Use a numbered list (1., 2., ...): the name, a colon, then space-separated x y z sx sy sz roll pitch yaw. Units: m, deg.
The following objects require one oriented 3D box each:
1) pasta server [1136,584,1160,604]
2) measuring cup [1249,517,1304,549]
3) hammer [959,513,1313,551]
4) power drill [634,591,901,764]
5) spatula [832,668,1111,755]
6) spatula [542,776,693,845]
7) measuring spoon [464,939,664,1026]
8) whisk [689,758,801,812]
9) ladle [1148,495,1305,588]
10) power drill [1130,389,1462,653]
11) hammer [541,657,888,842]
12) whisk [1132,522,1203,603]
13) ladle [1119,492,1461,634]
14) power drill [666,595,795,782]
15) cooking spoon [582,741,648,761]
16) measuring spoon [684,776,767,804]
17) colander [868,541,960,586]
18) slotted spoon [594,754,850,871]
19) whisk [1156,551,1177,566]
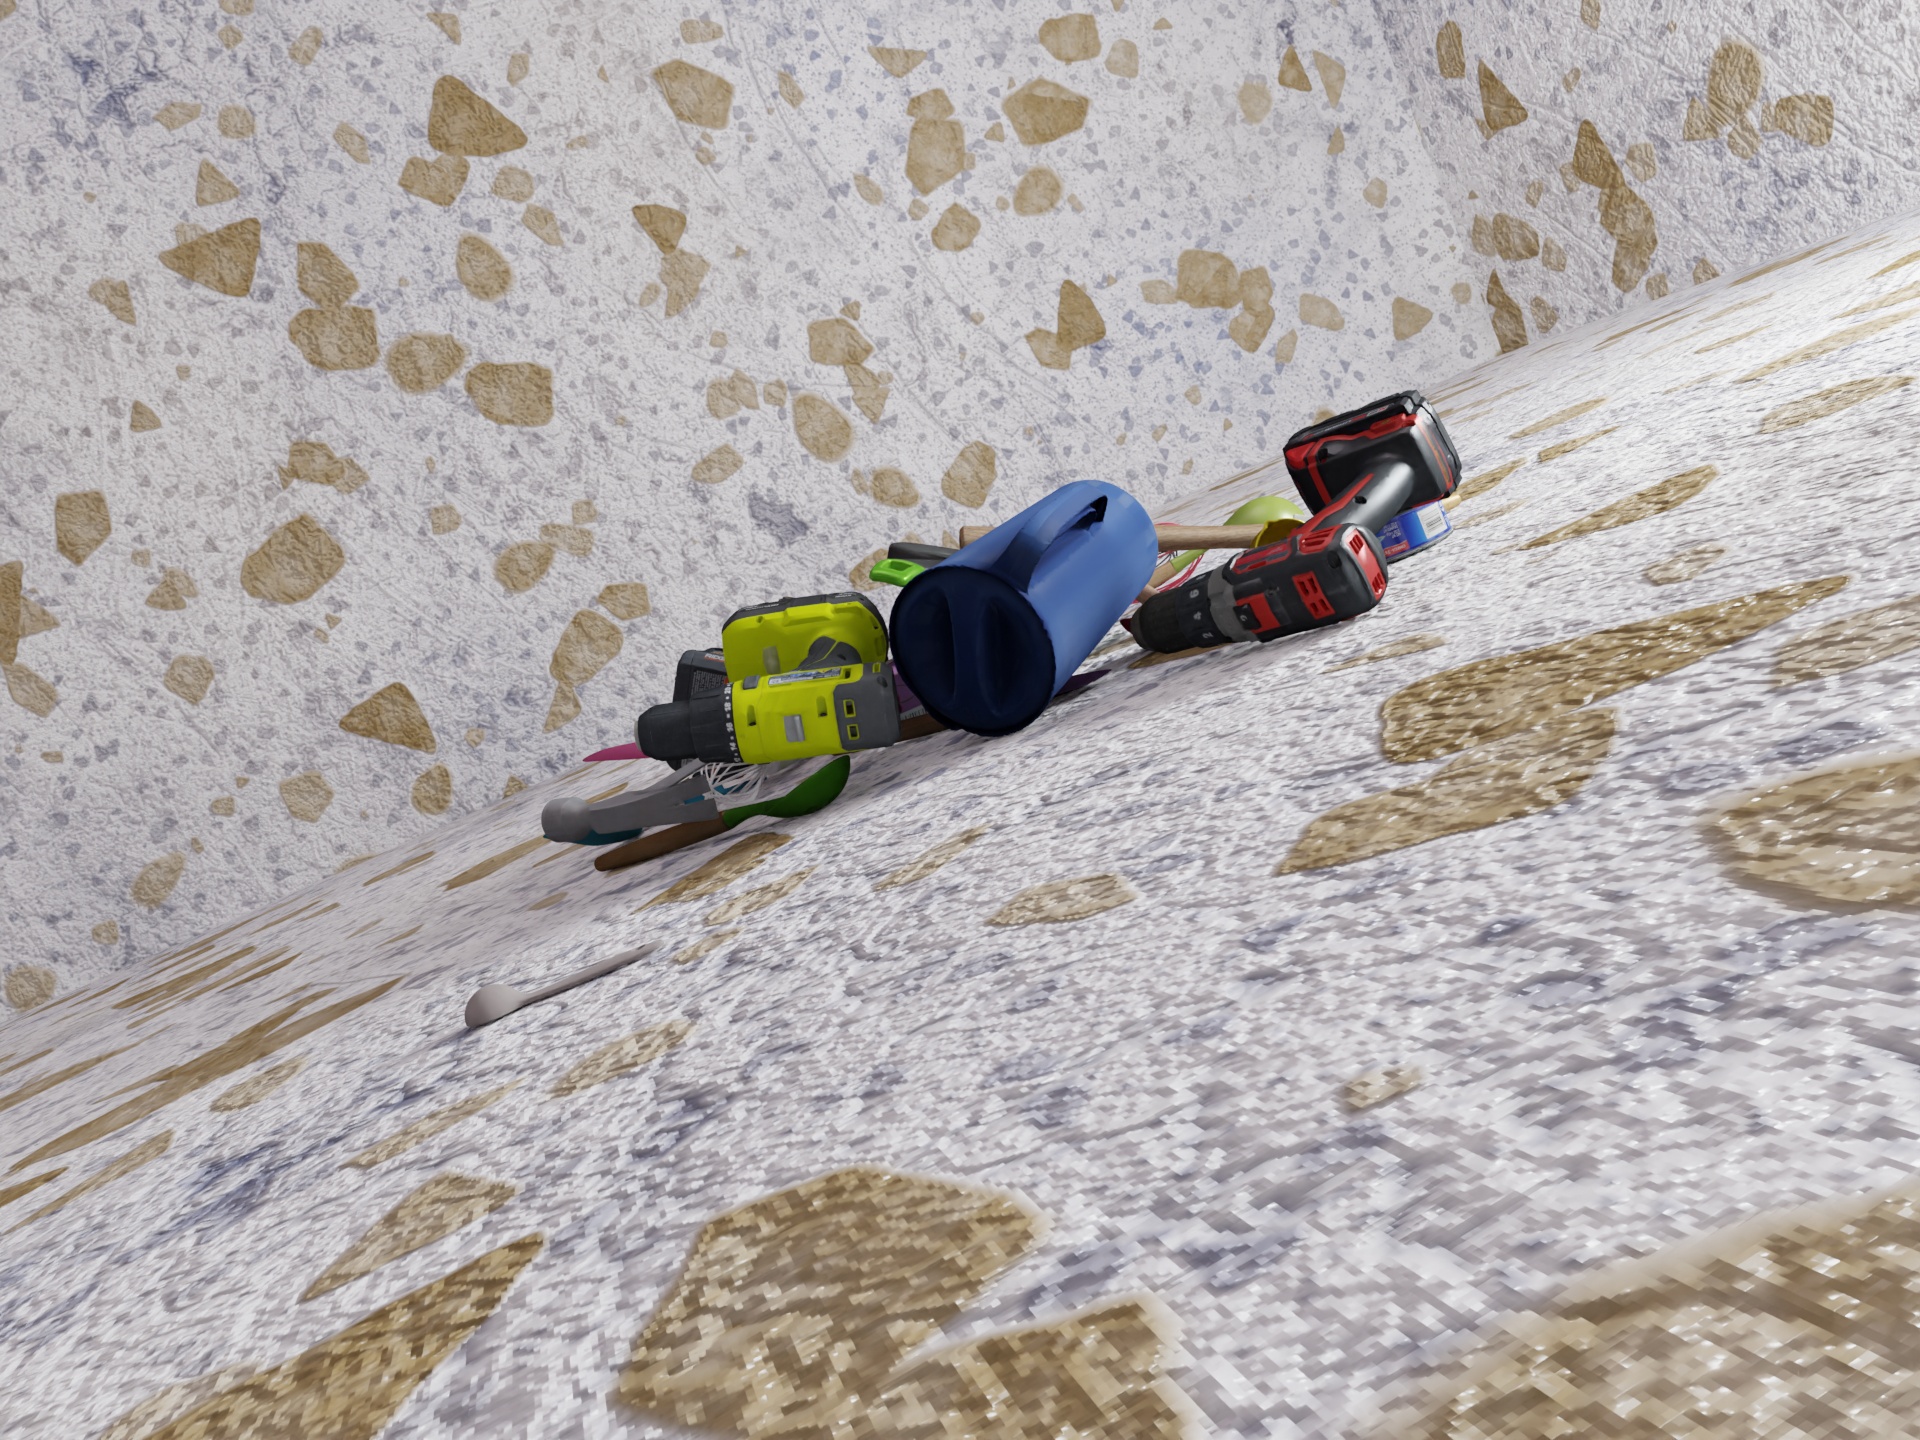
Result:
1. pasta server: 0.153 -0.133 1.486 0.060 0.040 0.316 -40 18 2
2. measuring cup: 0.212 -0.099 1.229 0.156 0.062 0.029 -35 -2 -9
3. hammer: 0.165 -0.155 1.360 0.331 0.031 0.130 -1 4 -2
4. power drill: -0.141 -0.028 1.229 0.190 0.080 0.229 -7 19 2
5. spatula: -0.002 -0.004 1.301 0.316 0.018 0.060 -15 10 44
6. spatula: -0.308 0.079 1.577 0.082 0.044 0.317 -25 5 13
7. measuring spoon: -0.228 0.144 0.907 0.124 0.018 0.034 -22 7 4
8. whisk: -0.181 0.041 1.462 0.058 0.059 0.246 19 15 13
9. ladle: 0.191 -0.127 1.559 0.320 0.062 0.078 -29 18 10
10. power drill: 0.232 -0.126 1.100 0.188 0.080 0.227 -15 25 46
11. hammer: -0.167 0.007 1.332 0.144 0.035 0.405 -8 15 29
12. whisk: 0.120 -0.121 1.647 0.296 0.073 0.073 -28 6 9
13. ladle: 0.273 -0.125 1.286 0.315 0.031 0.069 -23 5 -14
14. power drill: -0.208 -0.034 1.568 0.084 0.164 0.226 12 12 11
15. cooking spoon: -0.177 0.010 1.422 0.319 0.017 0.069 -8 5 -17
16. measuring spoon: -0.229 0.060 1.547 0.128 0.021 0.042 -15 10 47
17. colander: 0.001 -0.092 1.376 0.204 0.094 0.397 14 9 17
18. slotted spoon: -0.194 0.082 1.247 0.314 0.031 0.070 -20 7 41
19. whisk: 0.136 -0.132 1.731 0.239 0.055 0.055 -29 8 -9
